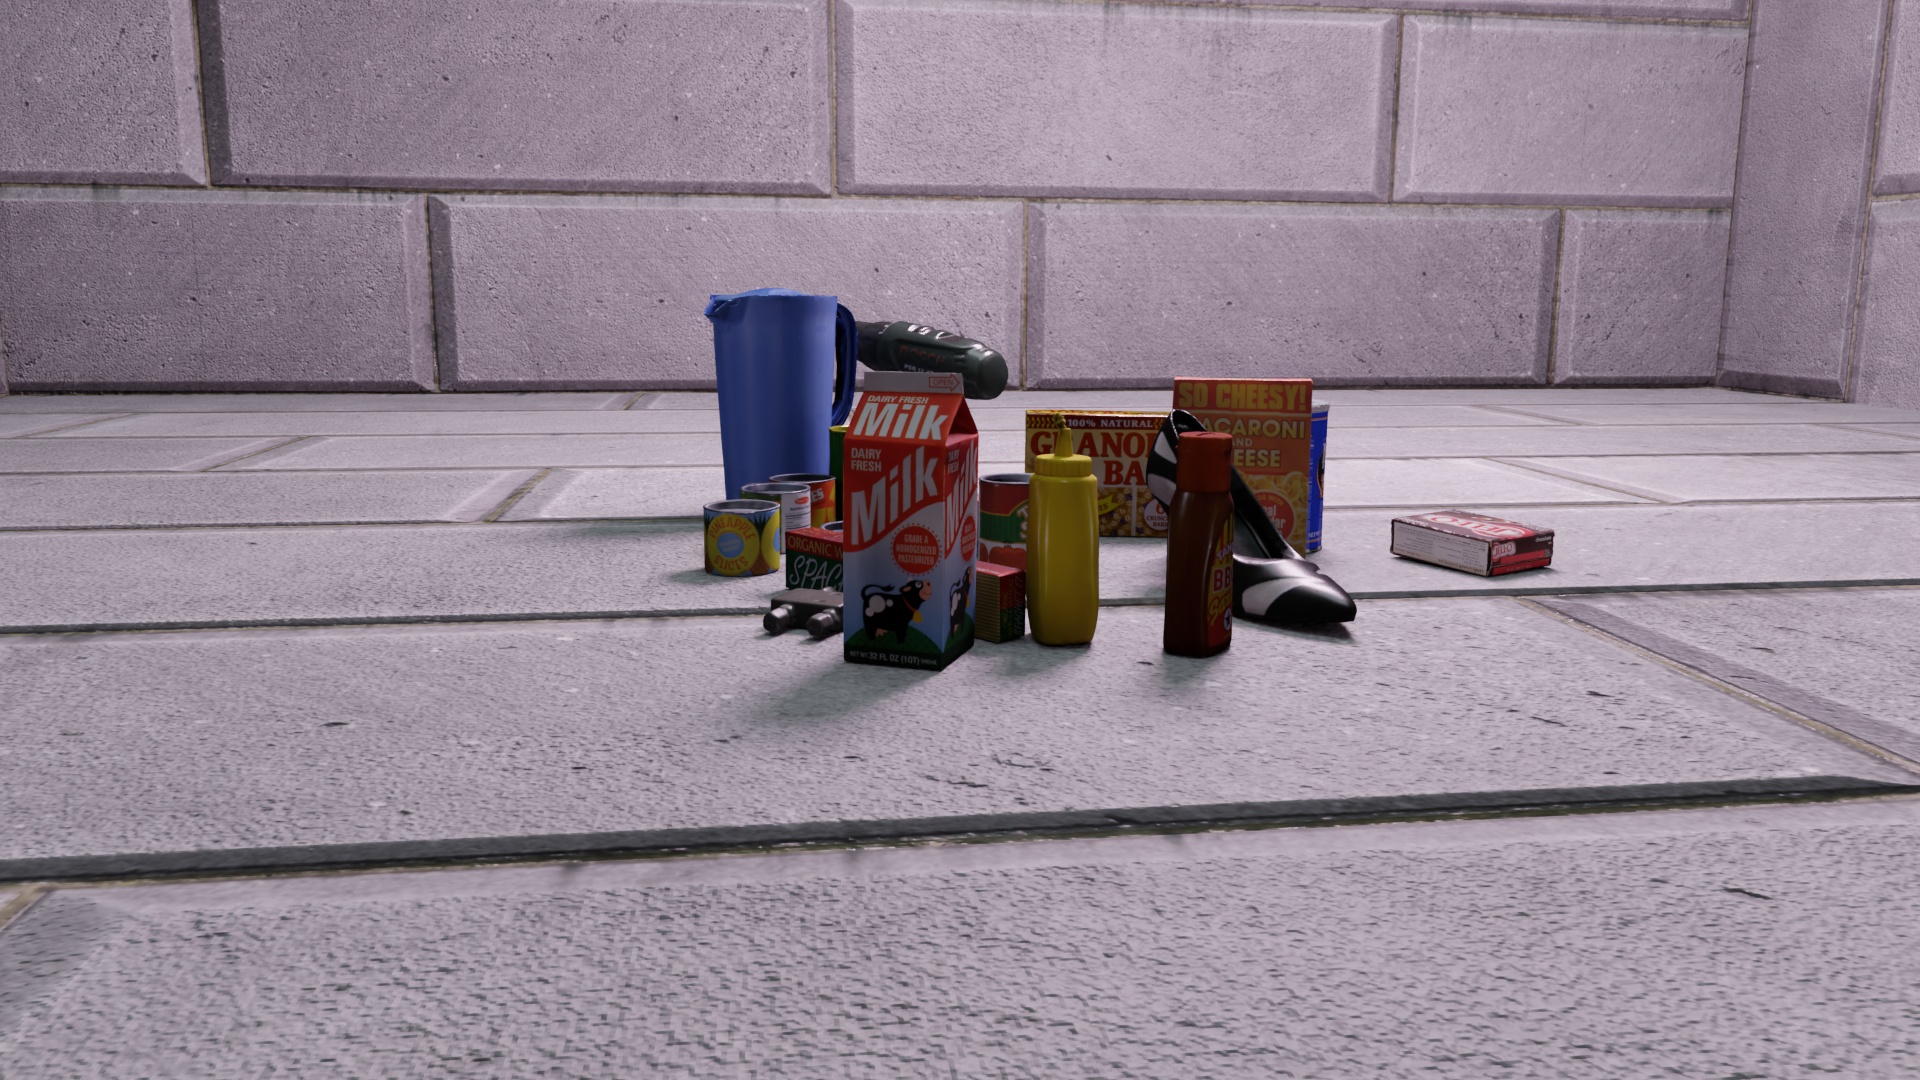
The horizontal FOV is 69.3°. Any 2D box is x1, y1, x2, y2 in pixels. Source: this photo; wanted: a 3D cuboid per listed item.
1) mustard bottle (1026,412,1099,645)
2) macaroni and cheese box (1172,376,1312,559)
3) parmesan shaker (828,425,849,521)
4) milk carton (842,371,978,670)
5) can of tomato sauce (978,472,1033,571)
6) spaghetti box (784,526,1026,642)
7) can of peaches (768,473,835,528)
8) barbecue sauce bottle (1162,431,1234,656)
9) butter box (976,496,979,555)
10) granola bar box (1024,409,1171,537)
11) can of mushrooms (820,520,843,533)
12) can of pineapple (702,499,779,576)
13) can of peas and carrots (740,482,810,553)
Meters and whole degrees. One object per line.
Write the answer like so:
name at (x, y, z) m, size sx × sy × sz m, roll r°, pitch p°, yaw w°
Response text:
mustard bottle at (0.072, -0.009, 0.969) m, size 0.049 × 0.160 × 0.065 m, roll -1°, pitch 10°, yaw -9°
macaroni and cheese box at (0.252, -0.064, 1.255) m, size 0.124 × 0.166 × 0.040 m, roll 2°, pitch 10°, yaw 11°
parmesan shaker at (-0.103, -0.064, 1.423) m, size 0.071 × 0.103 × 0.071 m, roll 0°, pitch 10°, yaw 0°
milk carton at (-0.032, -0.017, 0.922) m, size 0.072 × 0.190 × 0.073 m, roll 3°, pitch 10°, yaw 18°
can of tomato sauce at (0.050, -0.013, 1.205) m, size 0.071 × 0.083 × 0.071 m, roll 0°, pitch 10°, yaw 0°
spaghetti box at (-0.049, 0.030, 1.056) m, size 0.029 × 0.050 × 0.250 m, roll -9°, pitch 14°, yaw -43°
can of peaches at (-0.157, -0.034, 1.380) m, size 0.071 × 0.058 × 0.071 m, roll 0°, pitch 10°, yaw 0°
barbecue sauce bottle at (0.164, 0.001, 0.949) m, size 0.043 × 0.148 × 0.065 m, roll 6°, pitch 11°, yaw 28°
butter box at (0.005, -0.016, 1.303) m, size 0.024 × 0.053 × 0.103 m, roll -8°, pitch 13°, yaw -41°
granola bar box at (0.146, -0.067, 1.388) m, size 0.166 × 0.124 × 0.039 m, roll 1°, pitch 10°, yaw 4°
can of mushrooms at (-0.091, 0.003, 1.249) m, size 0.071 × 0.033 × 0.071 m, roll 0°, pitch 10°, yaw 0°
can of pineapple at (-0.190, -0.002, 1.207) m, size 0.071 × 0.057 × 0.071 m, roll 0°, pitch 10°, yaw 0°
can of peas and carrots at (-0.176, -0.022, 1.311) m, size 0.071 × 0.058 × 0.071 m, roll 0°, pitch 10°, yaw 0°
